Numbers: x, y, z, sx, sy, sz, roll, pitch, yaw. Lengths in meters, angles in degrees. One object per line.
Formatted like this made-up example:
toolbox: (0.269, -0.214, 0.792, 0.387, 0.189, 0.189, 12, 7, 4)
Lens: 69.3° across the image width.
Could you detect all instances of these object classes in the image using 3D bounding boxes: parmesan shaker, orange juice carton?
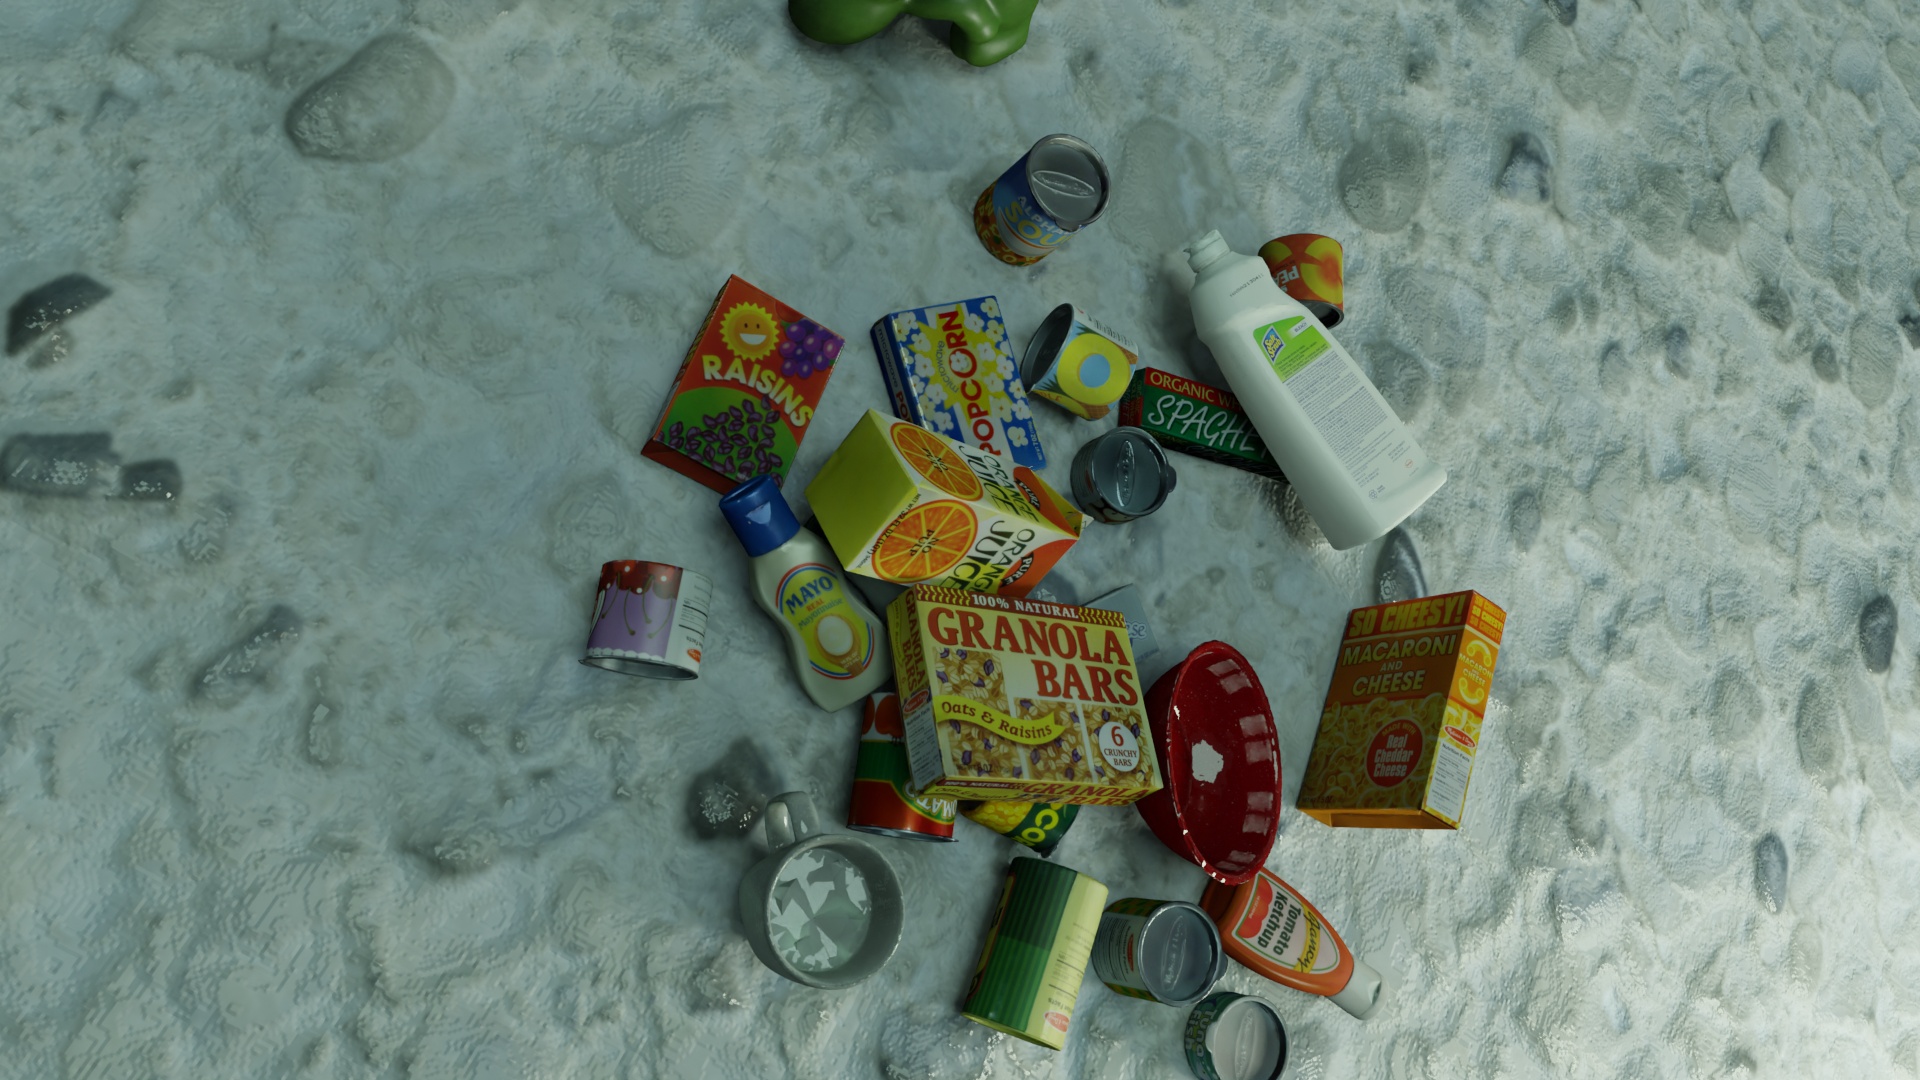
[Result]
parmesan shaker: (0.049, 0.260, 0.878, 0.071, 0.071, 0.103, 28, 68, -18)
orange juice carton: (0.003, -0.011, 0.876, 0.193, 0.071, 0.073, 17, 31, -45)

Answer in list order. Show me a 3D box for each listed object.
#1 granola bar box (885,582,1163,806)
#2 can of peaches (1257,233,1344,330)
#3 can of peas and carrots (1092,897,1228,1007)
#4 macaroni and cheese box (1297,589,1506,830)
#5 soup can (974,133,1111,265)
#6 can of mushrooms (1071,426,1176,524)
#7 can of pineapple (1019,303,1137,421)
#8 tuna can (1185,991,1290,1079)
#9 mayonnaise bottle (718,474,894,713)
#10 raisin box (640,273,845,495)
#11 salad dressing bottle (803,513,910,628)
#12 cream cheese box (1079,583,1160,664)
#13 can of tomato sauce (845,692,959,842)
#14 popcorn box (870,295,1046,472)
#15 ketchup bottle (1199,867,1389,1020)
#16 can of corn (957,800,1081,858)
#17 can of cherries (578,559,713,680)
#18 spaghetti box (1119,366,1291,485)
granola bar box: (0.039, 0.097, 0.856, 0.166, 0.039, 0.124, 10, 57, -34)
can of peaches: (0.263, -0.200, 1.080, 0.071, 0.071, 0.058, 10, 75, -24)
can of peas and carrots: (0.131, 0.271, 0.918, 0.071, 0.058, 0.071, 6, 77, -26)
macaroni and cheese box: (0.319, 0.124, 1.006, 0.040, 0.123, 0.167, 30, 68, -21)
soup can: (0.056, -0.235, 0.977, 0.071, 0.083, 0.071, 6, 77, -25)
can of mushrooms: (0.117, -0.045, 0.994, 0.071, 0.033, 0.071, 6, 76, -25)
can of pineapple: (0.082, -0.123, 0.977, 0.058, 0.071, 0.071, 26, 69, -19)
tuna can: (0.186, 0.342, 0.945, 0.071, 0.032, 0.071, 6, 76, -25)
mayonnaise bottle: (-0.096, 0.031, 0.849, 0.065, 0.041, 0.147, -33, 109, -10)
raisin box: (-0.136, -0.093, 0.877, 0.086, 0.040, 0.124, 28, 68, -18)
salad dressing bottle: (-0.038, 0.031, 0.897, 0.147, 0.044, 0.064, 43, 58, -11)
cream cheese box: (0.086, 0.073, 0.958, 0.104, 0.024, 0.053, -23, 89, -28)
can of tomato sauce: (-0.031, 0.141, 0.861, 0.071, 0.071, 0.083, 15, 73, -23)
popcorn box: (-0.002, -0.098, 0.945, 0.085, 0.038, 0.126, -15, 86, -29)
ketchup bottle: (0.236, 0.285, 0.976, 0.148, 0.043, 0.065, 36, 66, -16)
can of corn: (0.038, 0.160, 0.891, 0.058, 0.071, 0.071, 29, 68, -17)
can of cherries: (-0.184, 0.047, 0.810, 0.071, 0.071, 0.058, 13, 74, -23)
spaghetti box: (0.234, -0.076, 1.061, 0.250, 0.028, 0.050, 14, 72, -23)
